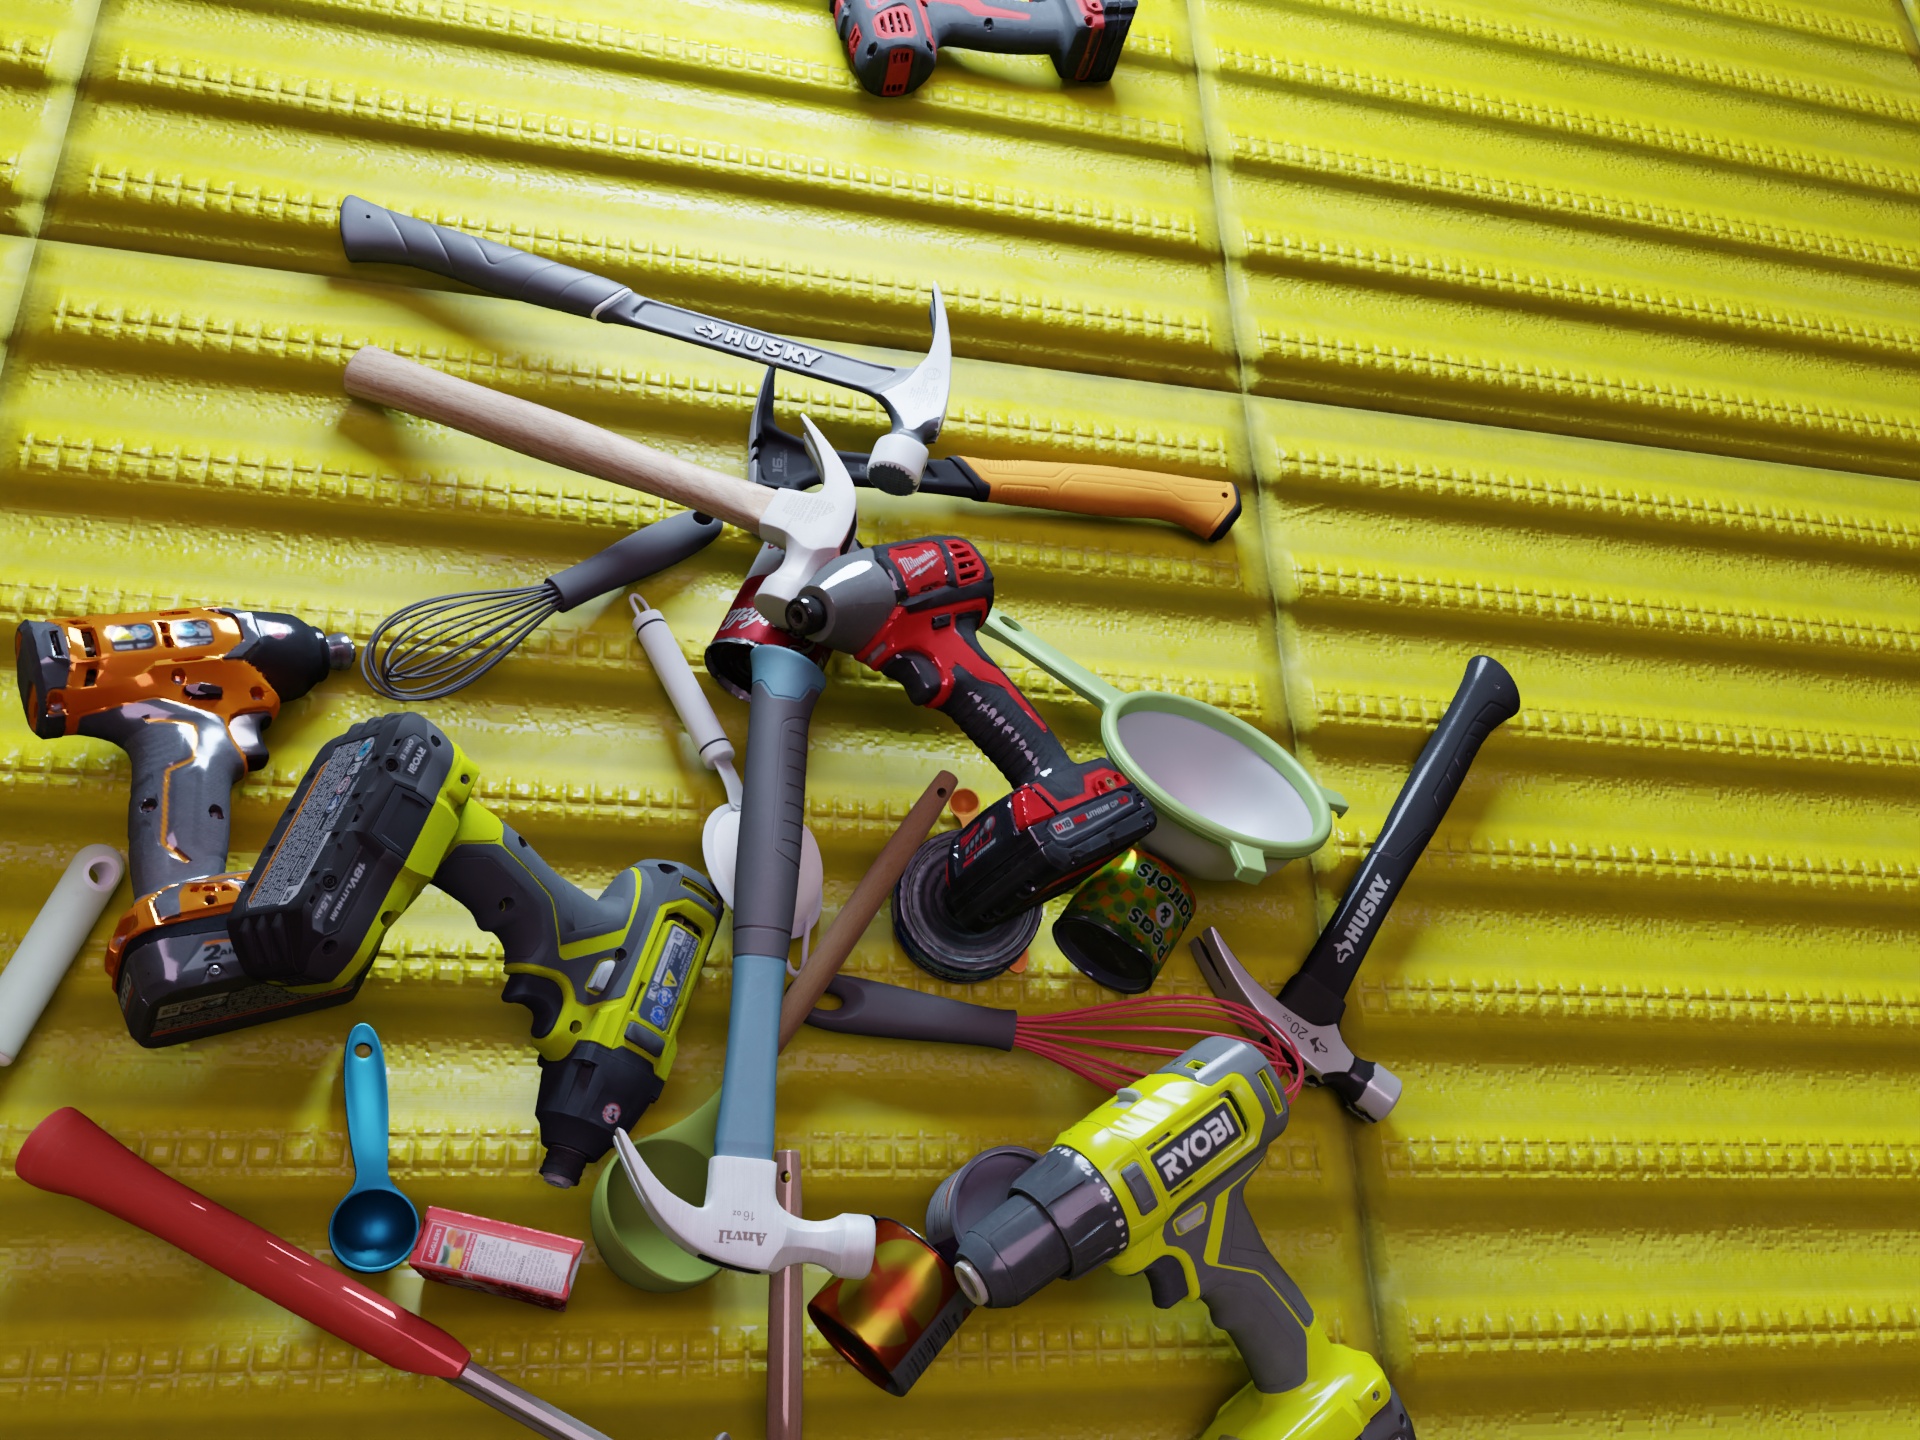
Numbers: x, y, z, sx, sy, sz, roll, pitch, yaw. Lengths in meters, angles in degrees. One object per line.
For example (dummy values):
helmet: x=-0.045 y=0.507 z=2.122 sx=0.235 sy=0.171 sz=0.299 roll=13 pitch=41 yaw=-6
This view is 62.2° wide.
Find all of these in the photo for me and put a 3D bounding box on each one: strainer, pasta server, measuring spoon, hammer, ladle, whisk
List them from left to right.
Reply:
whisk: x=-0.468 y=0.166 z=0.756 sx=0.057 sy=0.059 sz=0.246 roll=43 pitch=49 yaw=-36
measuring spoon: x=-0.298 y=0.215 z=0.797 sx=0.042 sy=0.021 sz=0.129 roll=3 pitch=54 yaw=-30
hammer: x=-0.267 y=0.270 z=0.719 sx=0.359 sy=0.149 sz=0.037 roll=27 pitch=53 yaw=5
whisk: x=-0.239 y=-0.076 z=0.936 sx=0.239 sy=0.055 sz=0.055 roll=-31 pitch=76 yaw=-32
hammer: x=-0.216 y=-0.162 z=0.950 sx=0.331 sy=0.031 sz=0.130 roll=20 pitch=60 yaw=10
hammer: x=-0.201 y=-0.264 z=1.015 sx=0.409 sy=0.036 sz=0.149 roll=17 pitch=64 yaw=1
strainer: x=-0.136 y=0.025 z=0.912 sx=0.086 sy=0.050 sz=0.259 roll=4 pitch=49 yaw=-54
hammer: x=-0.101 y=0.111 z=0.821 sx=0.128 sy=0.033 sz=0.331 roll=8 pitch=62 yaw=-13
pasta server: x=-0.084 y=0.366 z=0.750 sx=0.060 sy=0.040 sz=0.316 roll=-1 pitch=72 yaw=0
ladle: x=-0.084 y=0.152 z=0.841 sx=0.078 sy=0.062 sz=0.320 roll=40 pitch=67 yaw=-13
measuring spoon: x=0.017 y=0.095 z=0.946 sx=0.021 sy=0.011 sz=0.117 roll=-15 pitch=73 yaw=-14
hammer: x=0.027 y=-0.165 z=1.060 sx=0.336 sy=0.034 sz=0.127 roll=4 pitch=65 yaw=-14
whisk: x=0.048 y=0.176 z=0.890 sx=0.296 sy=0.073 sz=0.073 roll=9 pitch=63 yaw=-4
strainer: x=0.101 y=0.023 z=0.973 sx=0.256 sy=0.069 sz=0.151 roll=36 pitch=30 yaw=20
hammer: x=0.273 y=0.078 z=1.011 sx=0.146 sy=0.035 sz=0.335 roll=36 pitch=61 yaw=3

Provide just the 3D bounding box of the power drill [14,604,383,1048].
power drill: x=-0.372 y=0.038 z=0.817 sx=0.164 sy=0.084 sz=0.227 roll=-10 pitch=63 yaw=-38

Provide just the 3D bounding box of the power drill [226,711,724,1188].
power drill: x=-0.227 y=0.113 z=0.778 sx=0.223 sy=0.080 sz=0.171 roll=42 pitch=52 yaw=-35

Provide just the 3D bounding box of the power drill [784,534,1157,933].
power drill: x=-0.001 y=-0.003 z=0.878 sx=0.143 sy=0.078 sz=0.220 roll=-17 pitch=70 yaw=-50

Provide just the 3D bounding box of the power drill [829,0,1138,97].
power drill: x=0.004 y=-0.572 z=1.230 sx=0.226 sy=0.080 sz=0.188 roll=-10 pitch=68 yaw=-17

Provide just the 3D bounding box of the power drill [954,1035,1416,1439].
power drill: x=0.114 y=0.299 z=0.794 sx=0.190 sy=0.080 sz=0.228 roll=-27 pitch=93 yaw=-28
